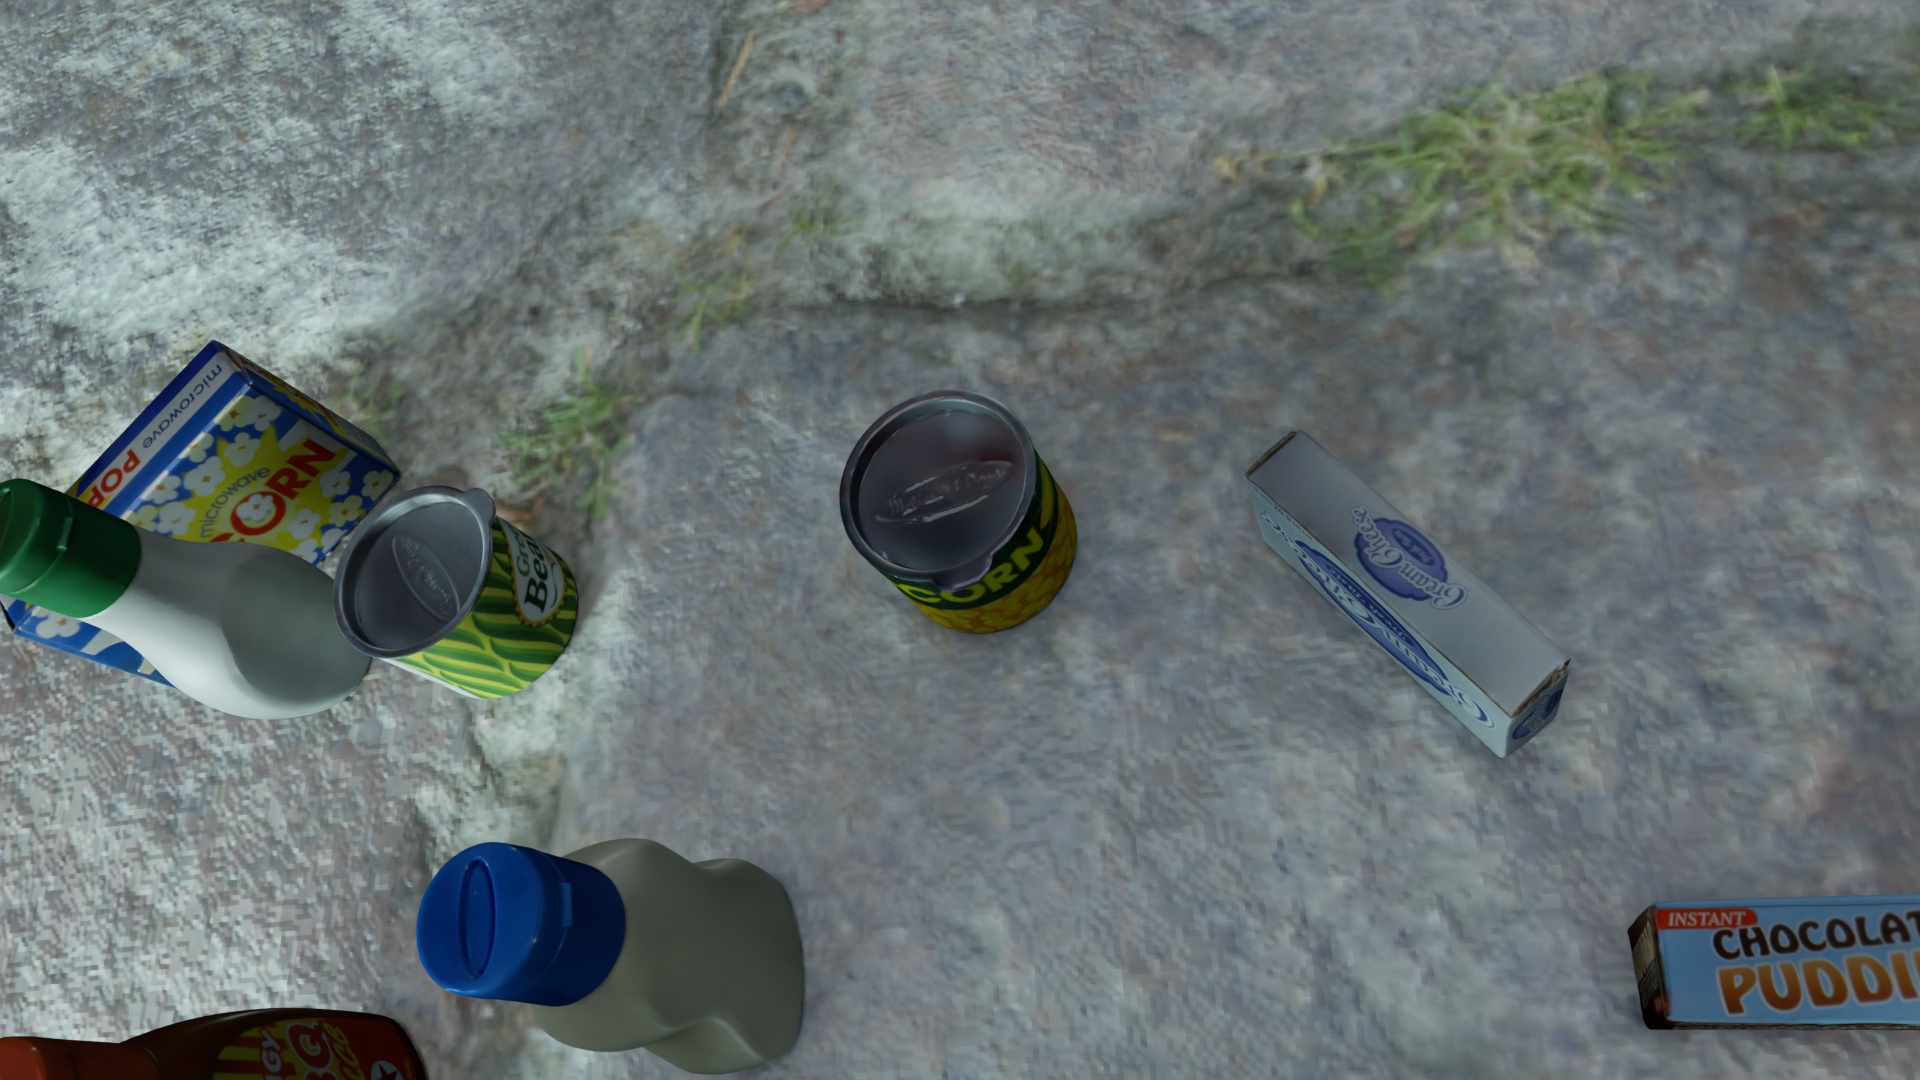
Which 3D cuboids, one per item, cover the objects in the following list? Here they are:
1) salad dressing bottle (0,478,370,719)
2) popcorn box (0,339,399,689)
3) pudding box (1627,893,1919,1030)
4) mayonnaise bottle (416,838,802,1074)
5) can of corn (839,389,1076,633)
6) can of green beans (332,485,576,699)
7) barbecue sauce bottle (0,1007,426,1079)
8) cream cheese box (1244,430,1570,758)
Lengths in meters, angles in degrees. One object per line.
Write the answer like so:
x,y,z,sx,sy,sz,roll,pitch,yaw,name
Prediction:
-0.279,0.022,0.500,0.044,0.147,0.064,-7,66,17,salad dressing bottle
-0.302,-0.007,0.556,0.038,0.085,0.127,39,85,28,popcorn box
0.216,0.106,0.345,0.083,0.049,0.030,-6,67,17,pudding box
-0.092,0.115,0.394,0.041,0.147,0.065,-16,64,13,mayonnaise bottle
0.002,-0.006,0.463,0.071,0.058,0.071,-7,66,17,can of corn
-0.187,0.021,0.519,0.071,0.057,0.071,-7,66,17,can of green beans
-0.224,0.171,0.416,0.043,0.148,0.065,-29,62,6,barbecue sauce bottle
0.131,0.016,0.411,0.024,0.053,0.104,-42,61,-1,cream cheese box
